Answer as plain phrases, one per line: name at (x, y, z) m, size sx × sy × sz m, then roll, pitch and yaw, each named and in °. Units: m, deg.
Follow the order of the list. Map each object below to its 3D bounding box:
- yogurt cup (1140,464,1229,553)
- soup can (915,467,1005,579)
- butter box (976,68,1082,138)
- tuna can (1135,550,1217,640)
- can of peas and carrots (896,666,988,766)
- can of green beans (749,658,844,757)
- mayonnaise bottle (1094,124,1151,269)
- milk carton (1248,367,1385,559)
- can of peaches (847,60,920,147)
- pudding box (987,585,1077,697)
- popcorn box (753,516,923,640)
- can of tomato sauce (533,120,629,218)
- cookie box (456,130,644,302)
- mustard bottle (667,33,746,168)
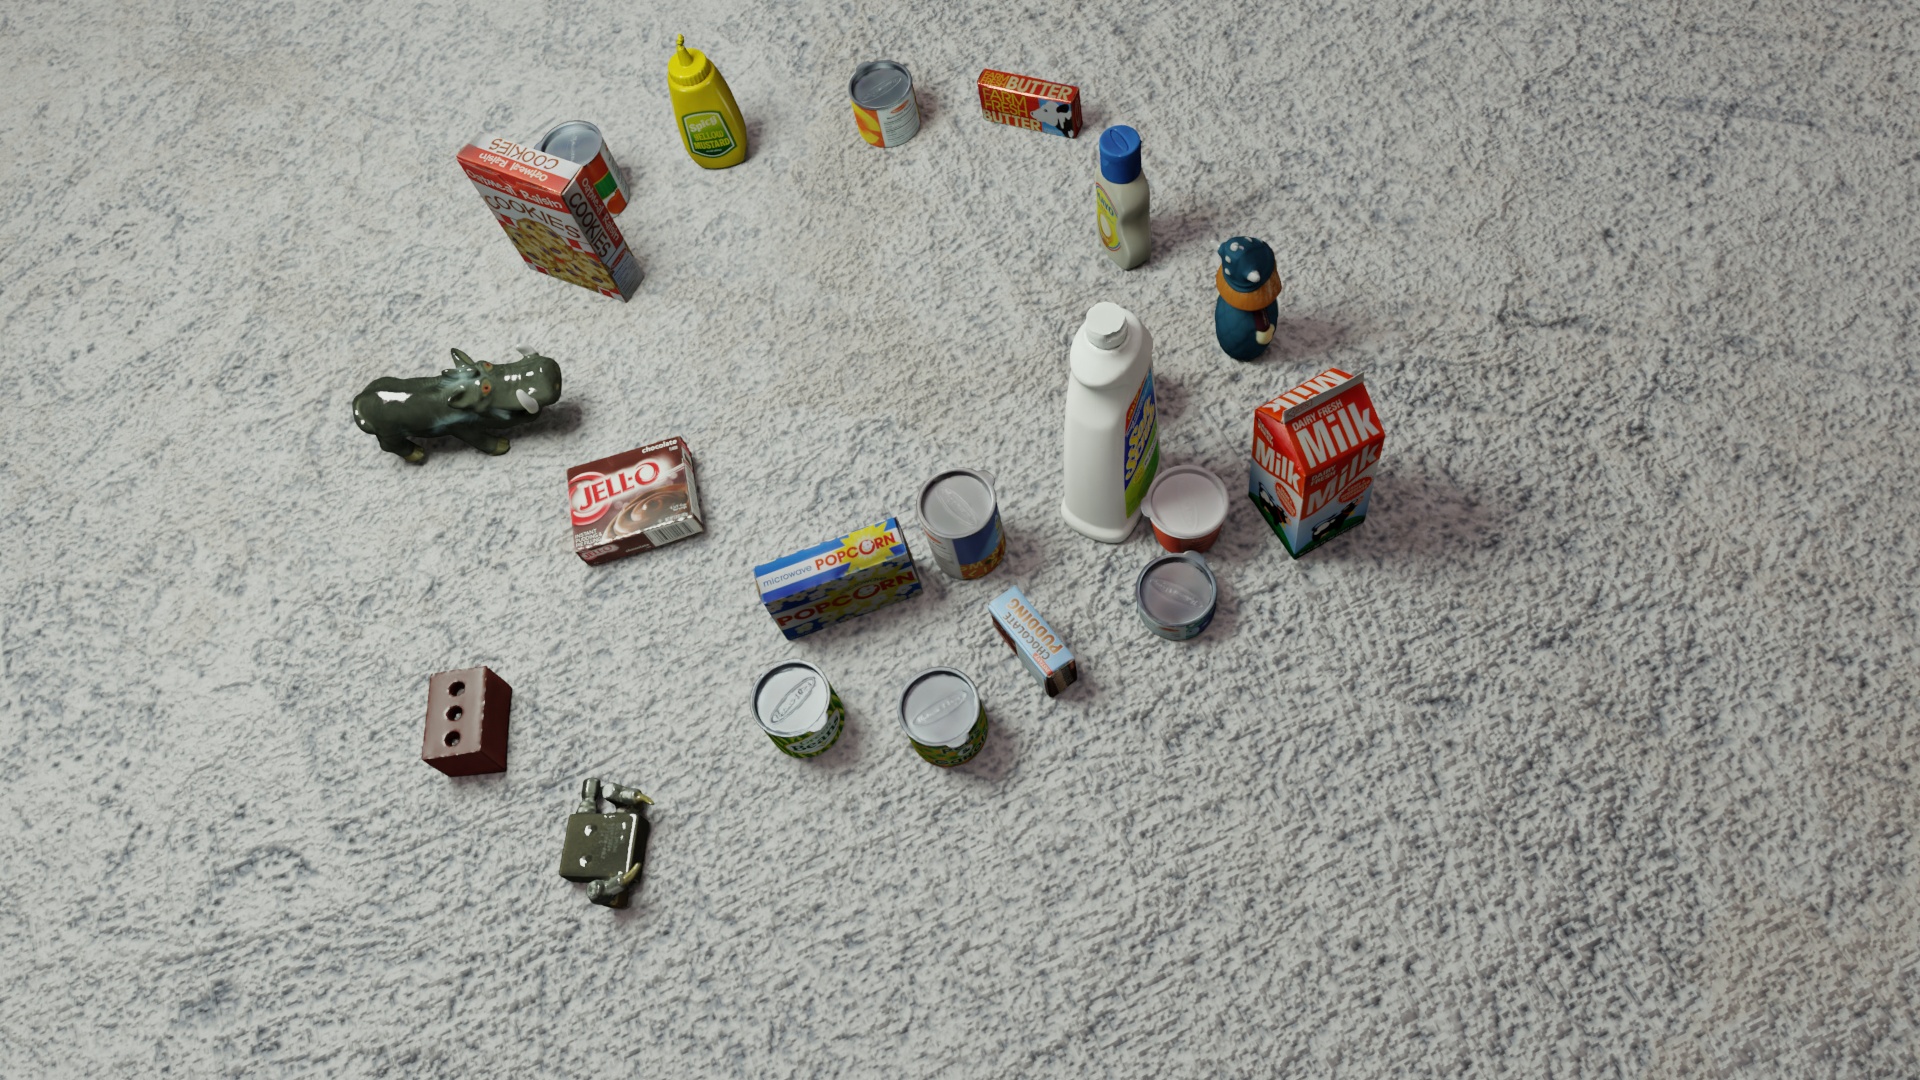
yogurt cup at (0.190, -0.022, 1.162) m, size 0.072 × 0.053 × 0.072 m, roll -3°, pitch 63°, yaw 7°
soup can at (0.004, -0.015, 1.170) m, size 0.071 × 0.083 × 0.071 m, roll -3°, pitch 63°, yaw 7°
butter box at (0.069, -0.438, 1.391) m, size 0.103 × 0.053 × 0.024 m, roll 17°, pitch 68°, yaw 16°
tuna can at (0.179, 0.045, 1.142) m, size 0.071 × 0.032 × 0.071 m, roll -3°, pitch 63°, yaw 7°
can of peas and carrots at (-0.012, 0.143, 1.106) m, size 0.071 × 0.058 × 0.071 m, roll -3°, pitch 63°, yaw 7°
can of green beans at (-0.132, 0.137, 1.128) m, size 0.071 × 0.057 × 0.071 m, roll -3°, pitch 63°, yaw 7°
mayonnaise bottle at (0.147, -0.314, 1.263) m, size 0.041 × 0.147 × 0.065 m, roll -28°, pitch 63°, yaw -5°
milk carton at (0.279, -0.067, 1.095) m, size 0.072 × 0.189 × 0.073 m, roll -27°, pitch 63°, yaw -5°
can of peaches at (-0.078, -0.445, 1.414) m, size 0.071 × 0.058 × 0.071 m, roll -3°, pitch 63°, yaw 7°
pudding box at (0.059, 0.082, 1.132) m, size 0.030 × 0.049 × 0.084 m, roll -35°, pitch 64°, yaw -9°
popcorn box at (-0.101, 0.033, 1.160) m, size 0.127 × 0.085 × 0.038 m, roll -20°, pitch 63°, yaw -2°
can of tomato sauce at (-0.382, -0.372, 1.408) m, size 0.071 × 0.082 × 0.071 m, roll -3°, pitch 63°, yaw 7°
cookie box at (-0.389, -0.306, 1.329) m, size 0.123 × 0.166 × 0.040 m, roll 21°, pitch 69°, yaw 18°
mustard bottle at (-0.258, -0.438, 1.380) m, size 0.065 × 0.159 × 0.049 m, roll -8°, pitch 63°, yaw 5°
